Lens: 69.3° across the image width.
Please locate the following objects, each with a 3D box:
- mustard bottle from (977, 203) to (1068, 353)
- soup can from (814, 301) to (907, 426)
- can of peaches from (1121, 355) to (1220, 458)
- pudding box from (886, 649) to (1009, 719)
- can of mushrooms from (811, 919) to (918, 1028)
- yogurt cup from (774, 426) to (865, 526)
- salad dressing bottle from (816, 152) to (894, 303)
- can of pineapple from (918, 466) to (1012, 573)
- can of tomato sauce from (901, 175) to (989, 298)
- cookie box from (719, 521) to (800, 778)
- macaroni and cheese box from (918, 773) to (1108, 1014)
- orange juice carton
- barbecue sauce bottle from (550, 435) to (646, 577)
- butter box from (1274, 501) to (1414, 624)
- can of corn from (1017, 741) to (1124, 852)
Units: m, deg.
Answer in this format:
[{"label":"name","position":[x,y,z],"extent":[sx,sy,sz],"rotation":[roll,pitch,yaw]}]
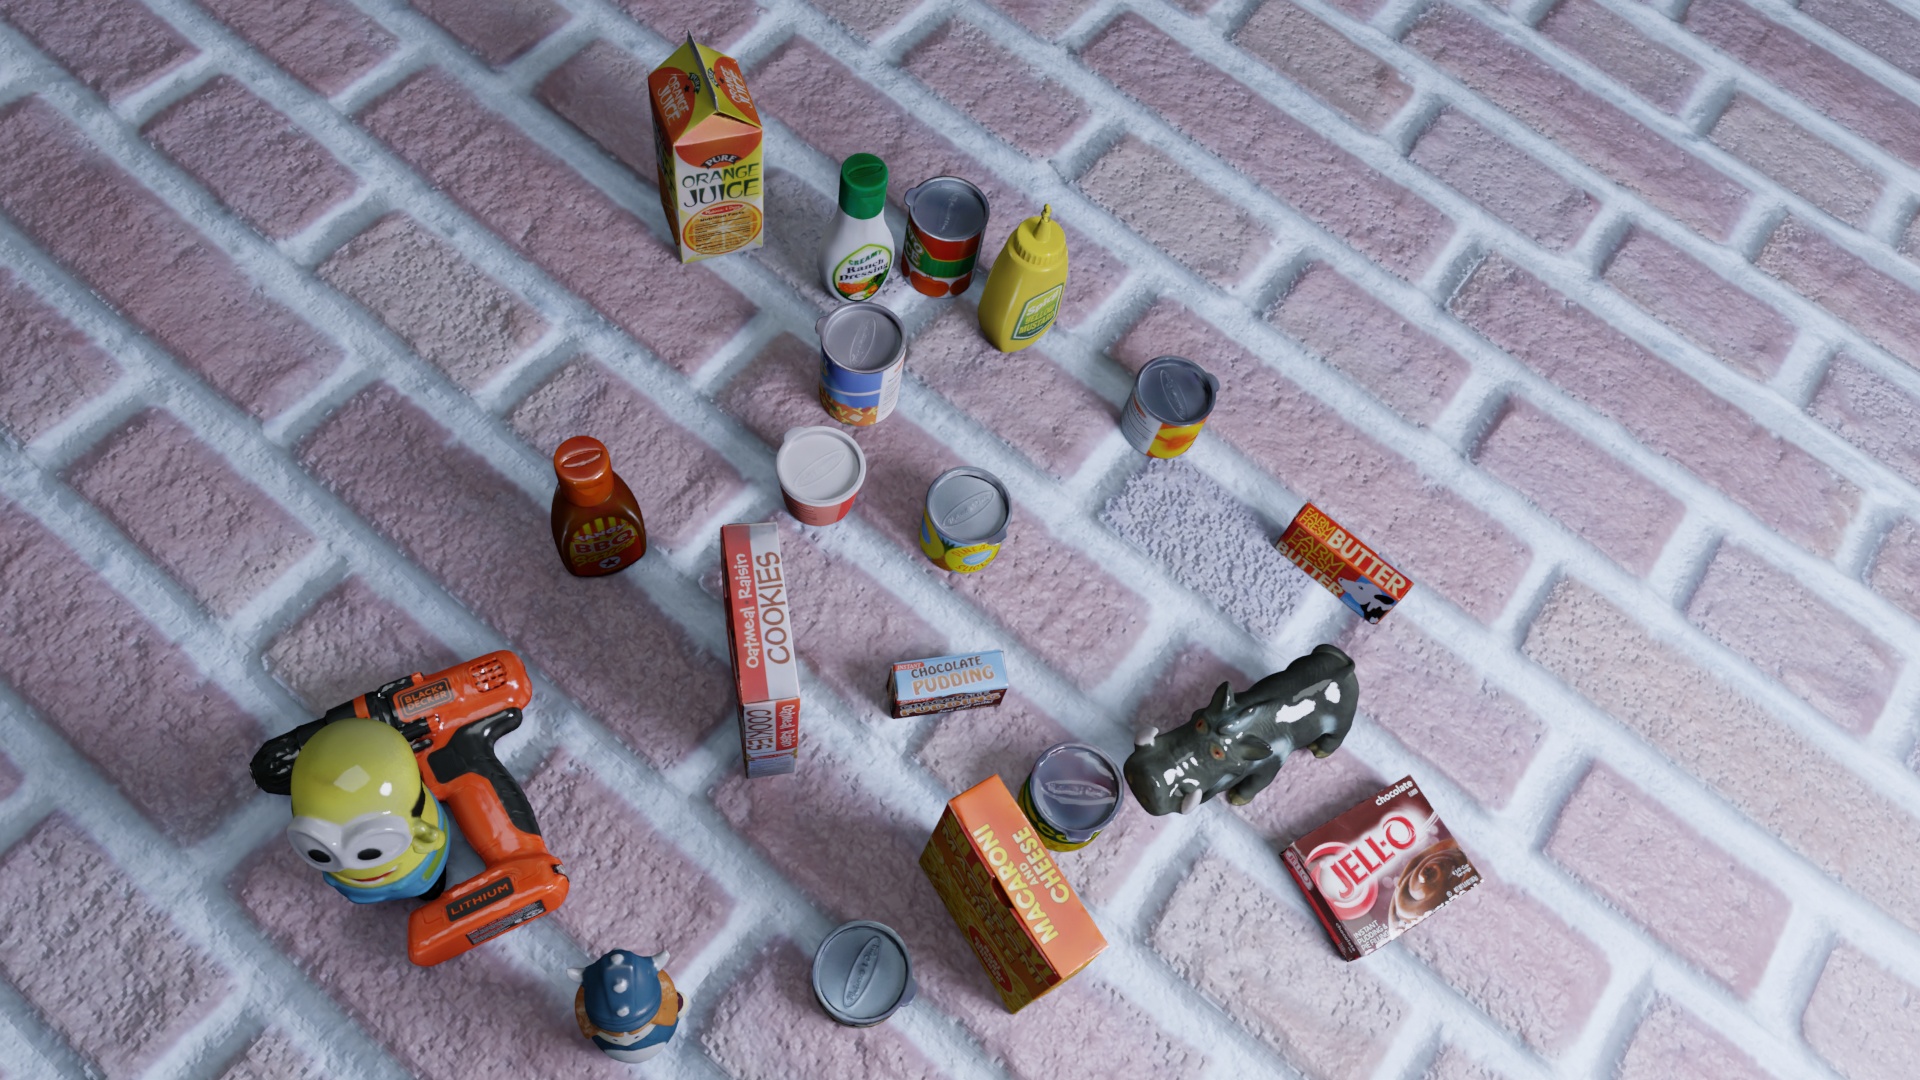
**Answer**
[{"label":"mustard bottle","position":[0.055,-0.213,1.111],"extent":[0.065,0.159,0.049],"rotation":[-31,73,-20]},{"label":"soup can","position":[-0.081,-0.139,1.099],"extent":[0.071,0.083,0.071],"rotation":[3,64,-6]},{"label":"can of peaches","position":[0.171,-0.108,1.134],"extent":[0.071,0.057,0.071],"rotation":[3,64,-6]},{"label":"pudding box","position":[-0.010,0.105,1.010],"extent":[0.084,0.049,0.030],"rotation":[-6,66,-11]},{"label":"can of mushrooms","position":[-0.064,0.289,0.922],"extent":[0.071,0.033,0.071],"rotation":[3,64,-6]},{"label":"yogurt cup","position":[-0.108,-0.046,1.067],"extent":[0.072,0.053,0.072],"rotation":[3,64,-6]},{"label":"salad dressing bottle","position":[-0.082,-0.249,1.116],"extent":[0.064,0.147,0.044],"rotation":[-19,69,-16]},{"label":"can of pineapple","position":[0.004,-0.013,1.064],"extent":[0.071,0.057,0.071],"rotation":[3,64,-6]},{"label":"can of tomato sauce","position":[-0.016,-0.253,1.163],"extent":[0.071,0.082,0.071],"rotation":[3,64,-6]},{"label":"cookie box","position":[-0.137,0.078,0.940],"extent":[0.040,0.166,0.123],"rotation":[-7,66,-11]},{"label":"macaroni and cheese box","position":[0.028,0.231,0.889],"extent":[0.040,0.165,0.124],"rotation":[-28,72,-19]},{"label":"orange juice carton","position":[-0.201,-0.311,1.104],"extent":[0.073,0.191,0.072],"rotation":[-16,68,-15]},{"label":"barbecue sauce bottle","position":[-0.260,-0.024,0.982],"extent":[0.065,0.148,0.044],"rotation":[-18,69,-16]},{"label":"butter box","position":[0.300,0.019,1.093],"extent":[0.103,0.053,0.024],"rotation":[40,66,11]},{"label":"can of corn","position":[0.077,0.184,0.979],"extent":[0.071,0.058,0.071],"rotation":[3,64,-6]}]
